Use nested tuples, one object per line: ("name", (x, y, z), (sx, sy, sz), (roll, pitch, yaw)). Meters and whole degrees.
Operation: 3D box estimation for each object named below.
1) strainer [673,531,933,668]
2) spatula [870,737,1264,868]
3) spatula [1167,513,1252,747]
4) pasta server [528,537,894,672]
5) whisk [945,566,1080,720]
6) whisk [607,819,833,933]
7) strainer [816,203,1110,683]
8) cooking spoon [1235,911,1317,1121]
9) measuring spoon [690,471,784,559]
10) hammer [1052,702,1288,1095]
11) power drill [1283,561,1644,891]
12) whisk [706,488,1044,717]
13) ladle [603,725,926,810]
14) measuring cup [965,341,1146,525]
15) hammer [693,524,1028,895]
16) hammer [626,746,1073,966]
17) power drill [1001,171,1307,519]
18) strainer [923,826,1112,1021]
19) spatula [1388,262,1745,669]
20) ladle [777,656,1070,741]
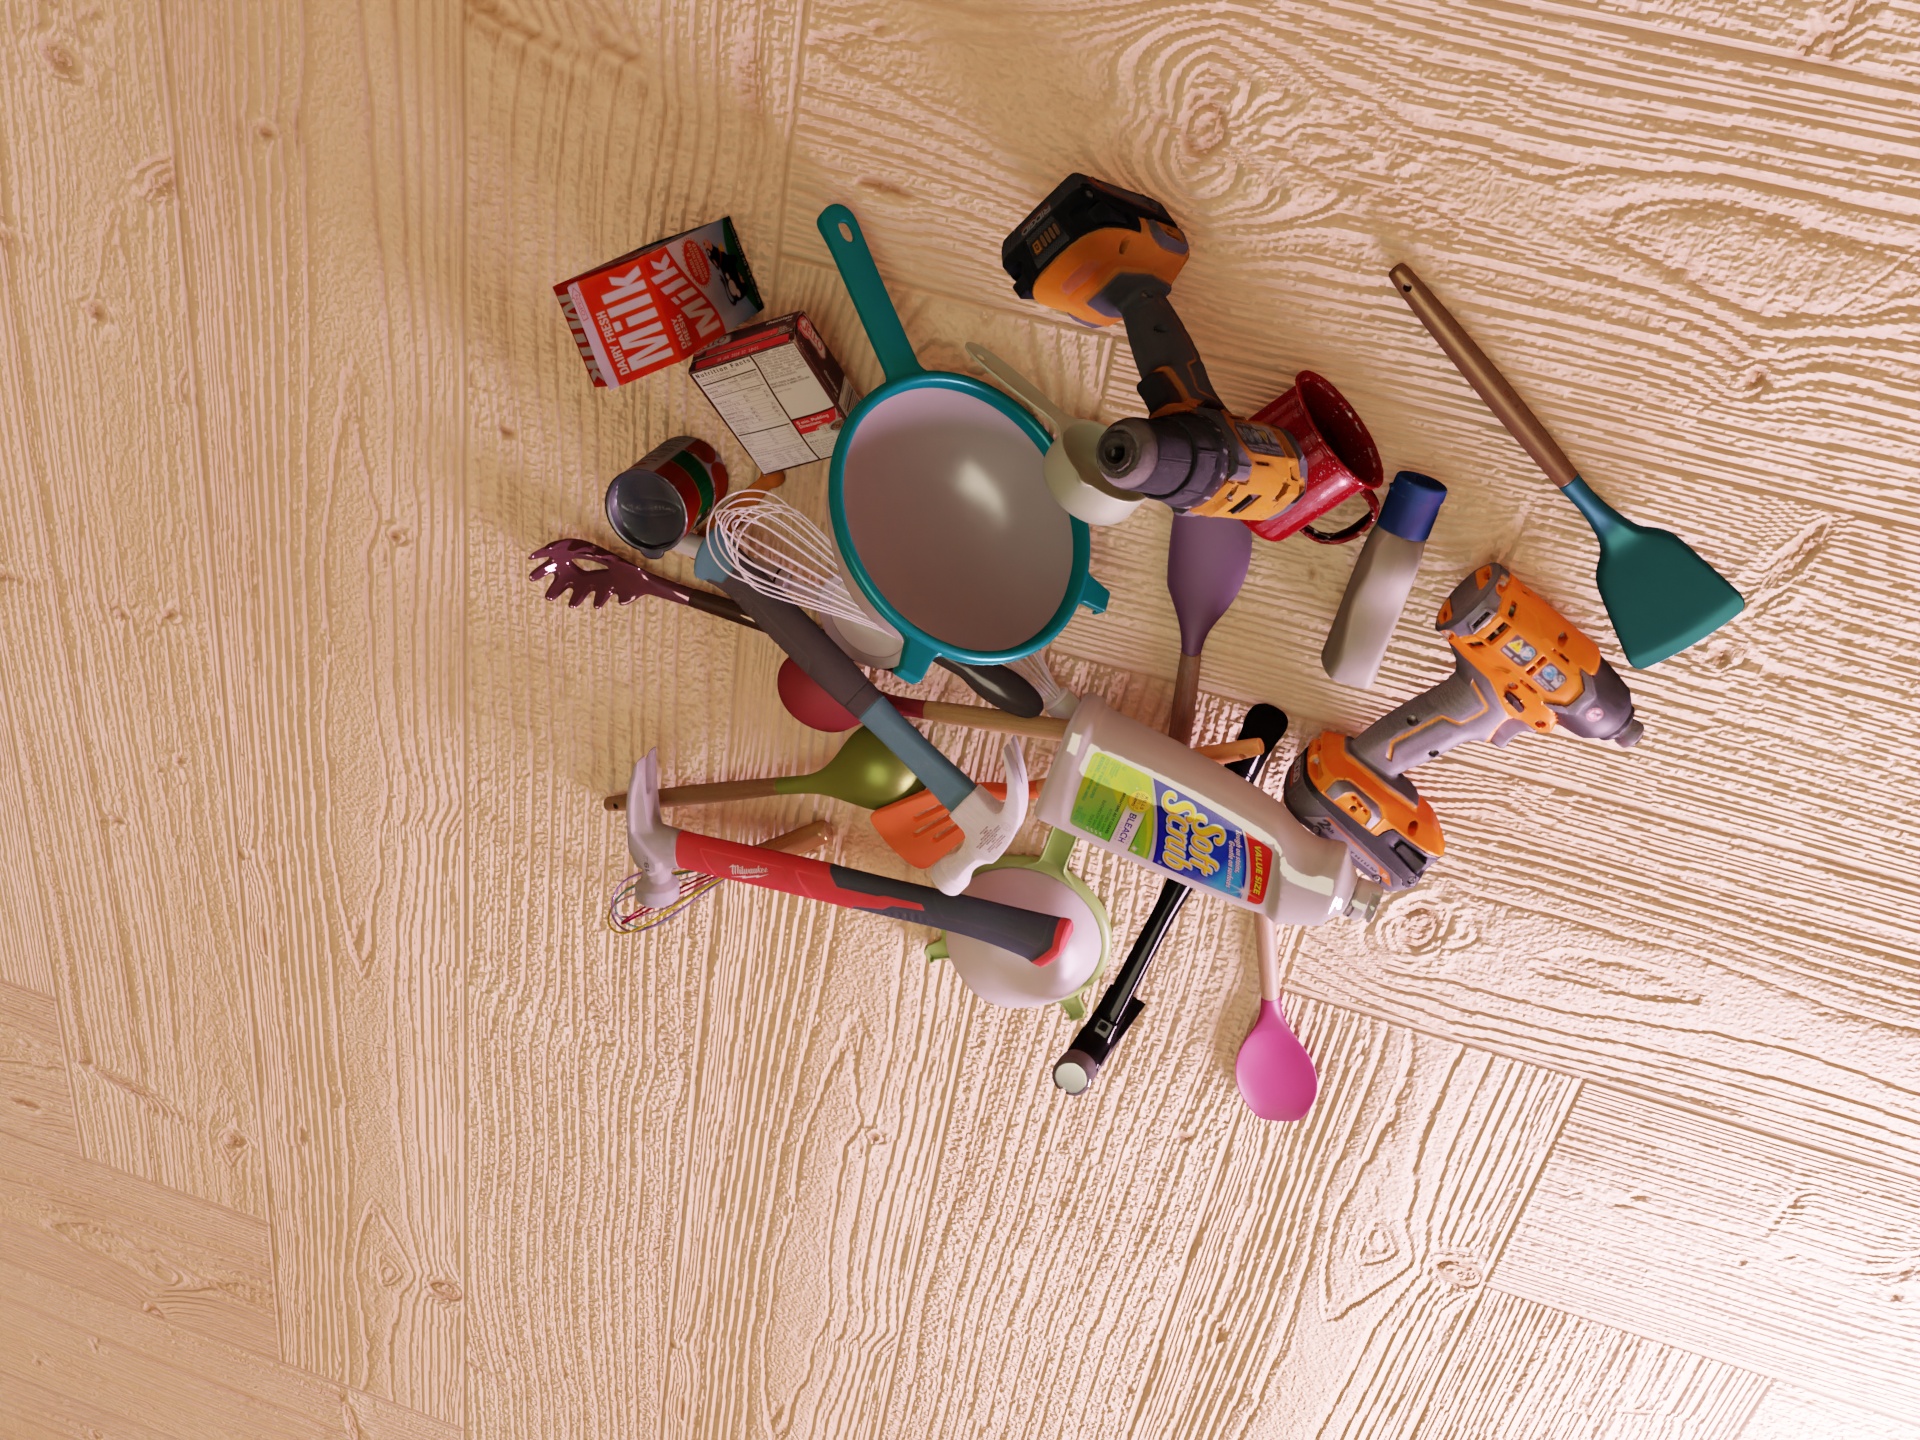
("strainer", (-0.131, -0.108, 1.241), (0.258, 0.050, 0.086), (22, 132, 8))
("spatula", (0.082, 0.056, 1.232), (0.322, 0.041, 0.080), (-13, 135, 30))
("spatula", (0.174, -0.029, 1.206), (0.060, 0.018, 0.315), (11, 119, 12))
("pasta server", (-0.194, -0.086, 1.278), (0.316, 0.040, 0.060), (18, 133, 6))
("whisk", (0.068, -0.022, 1.227), (0.059, 0.058, 0.246), (-43, 105, 0))
("whisk", (-0.216, 0.139, 1.404), (0.245, 0.047, 0.051), (-22, 108, 23))
("strainer", (-0.043, -0.191, 1.127), (0.095, 0.211, 0.340), (-25, 88, 55))
("cooking spoon", (0.254, 0.205, 1.307), (0.069, 0.017, 0.318), (-1, 118, 17))
("measuring spoon", (-0.179, -0.161, 1.247), (0.021, 0.011, 0.117), (46, 121, -10))
("hammer", (0.170, 0.135, 1.251), (0.035, 0.146, 0.334), (29, 111, 13))
("power drill", (0.361, 0.017, 1.138), (0.164, 0.084, 0.226), (38, 118, -6))
("whisk", (-0.058, -0.081, 1.172), (0.284, 0.070, 0.070), (31, 122, -9))
("ladle", (-0.170, 0.052, 1.350), (0.320, 0.062, 0.078), (-7, 115, 28))
("measuring cup", (0.060, -0.201, 1.122), (0.167, 0.083, 0.038), (41, 132, 3))
("hammer", (-0.080, -0.019, 1.216), (0.331, 0.033, 0.128), (45, 116, -1))
("hammer", (-0.096, 0.123, 1.300), (0.386, 0.038, 0.143), (11, 118, 17))
("power drill", (0.110, -0.224, 0.981), (0.084, 0.185, 0.226), (-37, 71, 35))
("strainer", (0.062, 0.150, 1.306), (0.151, 0.069, 0.256), (22, 123, 5))
("spatula", (0.385, -0.175, 1.046), (0.317, 0.044, 0.082), (47, 124, -9))
("ladle", (-0.002, -0.004, 1.230), (0.315, 0.031, 0.069), (8, 120, 16))
